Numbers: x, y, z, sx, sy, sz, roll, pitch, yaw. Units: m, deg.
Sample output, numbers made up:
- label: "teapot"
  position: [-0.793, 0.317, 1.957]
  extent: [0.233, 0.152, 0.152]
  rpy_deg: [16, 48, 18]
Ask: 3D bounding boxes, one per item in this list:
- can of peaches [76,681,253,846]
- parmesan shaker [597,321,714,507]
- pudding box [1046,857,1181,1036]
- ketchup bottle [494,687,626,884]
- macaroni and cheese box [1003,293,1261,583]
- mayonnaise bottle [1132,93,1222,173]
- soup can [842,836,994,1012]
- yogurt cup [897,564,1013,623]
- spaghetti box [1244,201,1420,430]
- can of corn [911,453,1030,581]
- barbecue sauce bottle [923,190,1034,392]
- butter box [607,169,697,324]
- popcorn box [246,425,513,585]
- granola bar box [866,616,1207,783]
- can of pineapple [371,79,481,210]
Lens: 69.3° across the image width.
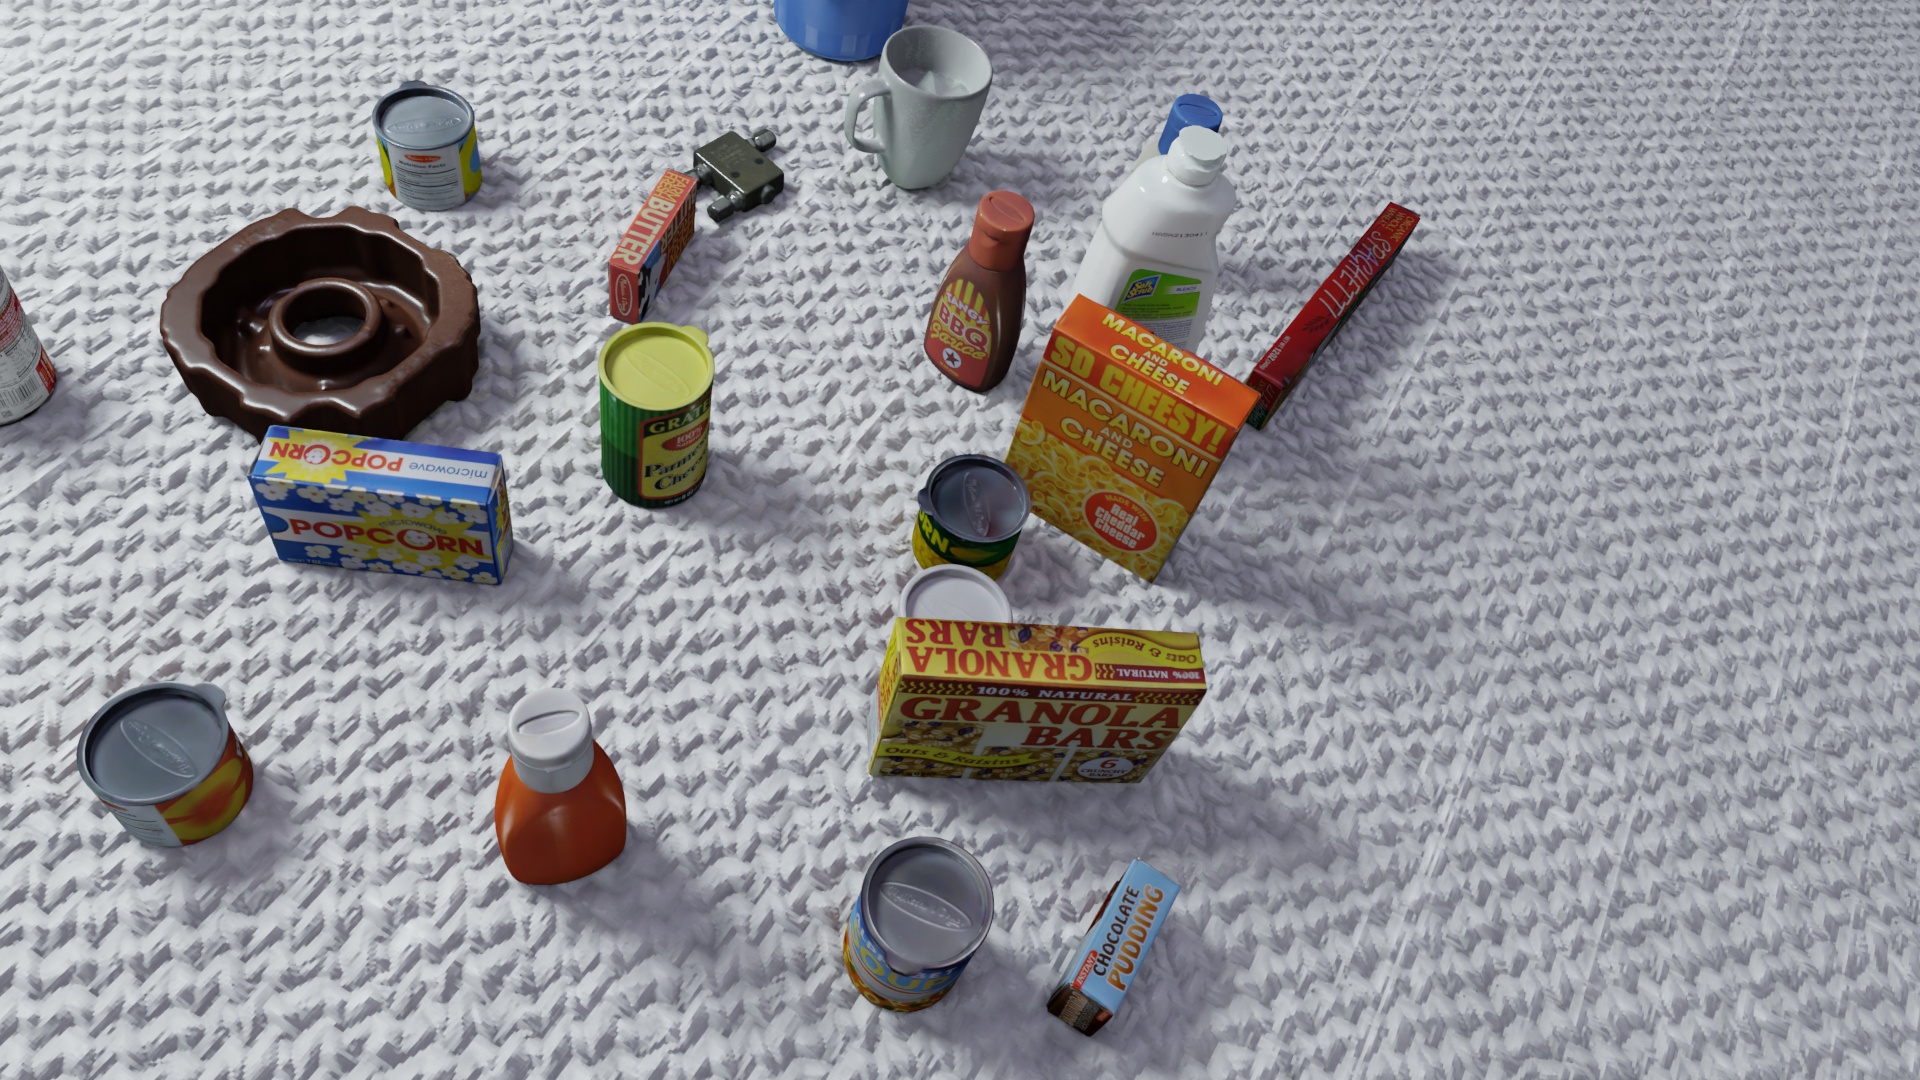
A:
- label: "can of peaches"
  position: [-0.395, 0.111, 0.698]
  extent: [0.071, 0.057, 0.071]
  rpy_deg: [6, 55, -9]
- label: "parmesan shaker"
  position: [-0.183, -0.075, 0.846]
  extent: [0.071, 0.102, 0.071]
  rpy_deg: [6, 56, -9]
- label: "pudding box"
  position: [0.082, 0.216, 0.741]
  extent: [0.030, 0.049, 0.084]
  rpy_deg: [31, 55, 9]
- label: "ketchup bottle"
  position: [-0.197, 0.122, 0.680]
  extent: [0.065, 0.148, 0.044]
  rpy_deg: [-13, 61, -20]
- label: "macaroni and cheese box"
  position: [0.098, -0.060, 0.860]
  extent: [0.124, 0.165, 0.040]
  rpy_deg: [31, 56, 9]
- label: "mayonnaise bottle"
  position: [0.151, -0.257, 1.018]
  extent: [0.065, 0.147, 0.041]
  rpy_deg: [11, 55, -5]
- label: "soup can"
  position: [-0.025, 0.199, 0.707]
  extent: [0.071, 0.083, 0.072]
  rpy_deg: [6, 56, -9]
- label: "yogurt cup"
  position: [-0.007, 0.056, 0.827]
  extent: [0.072, 0.053, 0.073]
  rpy_deg: [6, 55, -9]
- label: "spaghetti box"
  position: [0.280, -0.175, 1.051]
  extent: [0.029, 0.050, 0.251]
  rpy_deg: [35, 56, 11]
- label: "can of corn"
  position: [0.003, -0.011, 0.872]
  extent: [0.071, 0.058, 0.071]
  rpy_deg: [6, 55, -9]
- label: "barbecue sauce bottle"
  position: [0.016, -0.166, 0.925]
  extent: [0.065, 0.147, 0.044]
  rpy_deg: [39, 57, 14]
- label: "butter box"
  position: [-0.212, -0.203, 0.956]
  extent: [0.024, 0.052, 0.104]
  rpy_deg: [19, 54, 0]
- label: "popcorn box"
  position: [-0.323, -0.018, 0.786]
  extent: [0.127, 0.084, 0.038]
  rpy_deg: [7, 55, -8]
- label: "granola bar box"
  position: [0.038, 0.092, 0.769]
  extent: [0.166, 0.123, 0.039]
  rpy_deg: [4, 56, -11]
- label: "can of pineapple"
  position: [-0.369, -0.274, 0.966]
  extent: [0.071, 0.057, 0.071]
  rpy_deg: [6, 55, -9]
